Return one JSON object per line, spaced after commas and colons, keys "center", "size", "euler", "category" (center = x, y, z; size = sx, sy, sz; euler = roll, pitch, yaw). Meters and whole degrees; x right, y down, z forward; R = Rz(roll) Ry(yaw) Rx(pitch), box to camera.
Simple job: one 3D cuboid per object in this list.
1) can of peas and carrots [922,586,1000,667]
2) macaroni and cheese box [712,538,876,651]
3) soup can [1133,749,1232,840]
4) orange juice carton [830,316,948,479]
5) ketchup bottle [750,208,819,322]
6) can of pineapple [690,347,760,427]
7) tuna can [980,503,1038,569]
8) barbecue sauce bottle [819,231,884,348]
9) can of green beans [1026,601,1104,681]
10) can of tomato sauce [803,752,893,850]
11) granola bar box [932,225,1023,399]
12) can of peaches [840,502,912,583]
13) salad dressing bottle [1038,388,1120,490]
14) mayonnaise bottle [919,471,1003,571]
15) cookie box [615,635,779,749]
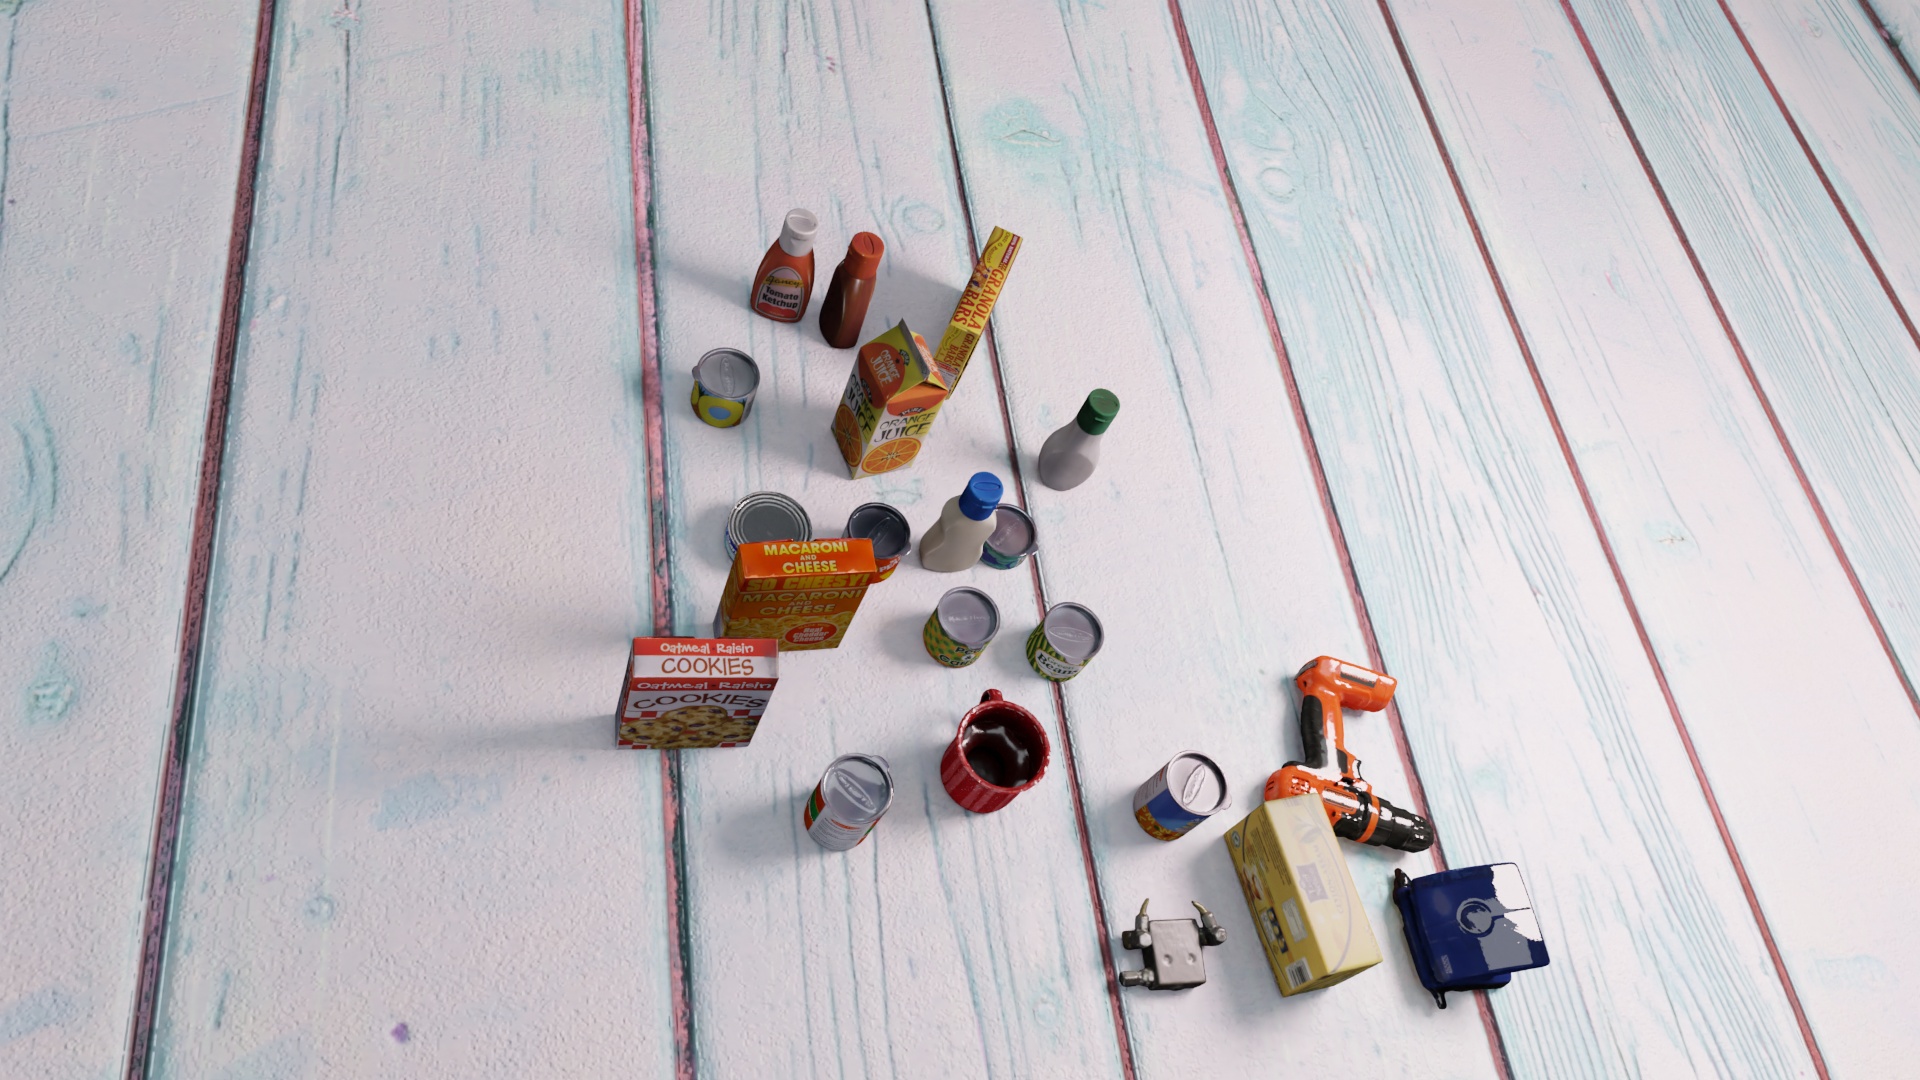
{"center": [0.001, 0.090, 1.403], "size": [0.071, 0.058, 0.071], "euler": [9, 58, -14], "category": "can of peas and carrots"}
{"center": [-0.159, 0.054, 1.304], "size": [0.124, 0.165, 0.040], "euler": [-2, 62, -21], "category": "macaroni and cheese box"}
{"center": [0.218, 0.254, 1.366], "size": [0.071, 0.083, 0.071], "euler": [9, 58, -14], "category": "soup can"}
{"center": [-0.071, -0.147, 1.438], "size": [0.073, 0.191, 0.072], "euler": [-14, 66, -26], "category": "orange juice carton"}
{"center": [-0.187, -0.300, 1.516], "size": [0.065, 0.148, 0.044], "euler": [14, 57, -11], "category": "ketchup bottle"}
{"center": [-0.250, -0.161, 1.465], "size": [0.071, 0.057, 0.071], "euler": [9, 58, -14], "category": "can of pineapple"}
{"center": [0.049, -0.002, 1.491], "size": [0.071, 0.032, 0.071], "euler": [9, 58, -14], "category": "tuna can"}
{"center": [-0.119, -0.277, 1.526], "size": [0.044, 0.147, 0.065], "euler": [-5, 63, -22], "category": "barbecue sauce bottle"}
{"center": [0.107, 0.105, 1.432], "size": [0.071, 0.057, 0.071], "euler": [9, 58, -14], "category": "can of green beans"}
{"center": [-0.102, 0.237, 1.264], "size": [0.071, 0.082, 0.071], "euler": [9, 58, -14], "category": "can of tomato sauce"}
{"center": [0.013, -0.258, 1.575], "size": [0.039, 0.123, 0.166], "euler": [25, 56, -4], "category": "granola bar box"}
{"center": [-0.088, 0.005, 1.423], "size": [0.071, 0.057, 0.071], "euler": [9, 58, -14], "category": "can of peaches"}
{"center": [0.131, -0.110, 1.514], "size": [0.064, 0.147, 0.044], "euler": [17, 57, -9], "category": "salad dressing bottle"}
{"center": [0.005, -0.018, 1.415], "size": [0.065, 0.147, 0.041], "euler": [1, 61, -19], "category": "mayonnaise bottle"}
{"center": [-0.235, 0.136, 1.227], "size": [0.123, 0.166, 0.040], "euler": [2, 60, -18], "category": "cookie box"}
